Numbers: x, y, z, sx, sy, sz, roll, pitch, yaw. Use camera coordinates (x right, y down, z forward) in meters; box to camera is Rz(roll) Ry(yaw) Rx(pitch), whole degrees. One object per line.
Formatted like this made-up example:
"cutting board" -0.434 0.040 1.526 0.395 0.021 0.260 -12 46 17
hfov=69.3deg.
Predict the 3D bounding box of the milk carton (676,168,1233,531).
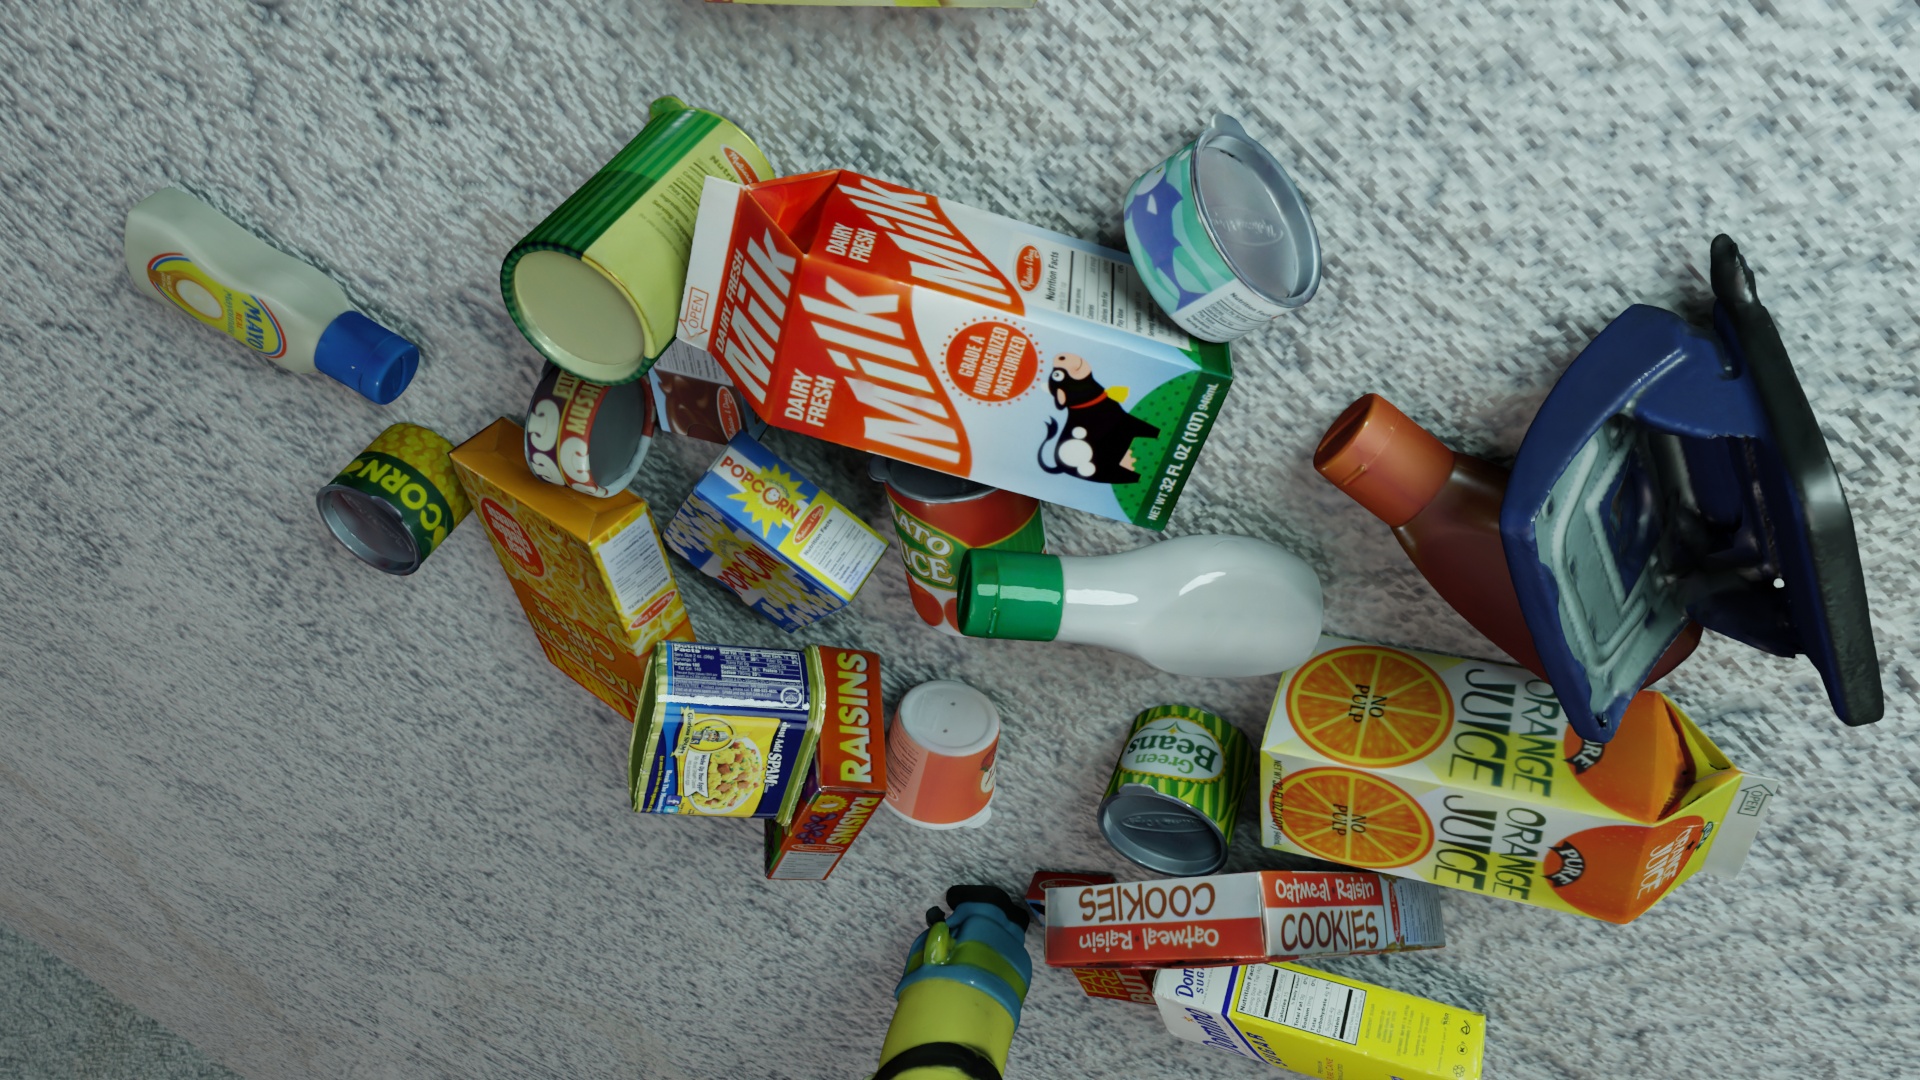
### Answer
"milk carton" -0.005 -0.074 0.503 0.191 0.074 0.072 16 128 -6

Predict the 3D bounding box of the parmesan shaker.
"parmesan shaker" -0.125 -0.118 0.543 0.071 0.103 0.071 16 137 15

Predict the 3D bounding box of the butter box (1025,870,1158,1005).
"butter box" 0.085 0.243 0.850 0.053 0.024 0.103 -6 128 34

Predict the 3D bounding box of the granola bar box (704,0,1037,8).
"granola bar box" -0.038 -0.247 0.413 0.124 0.039 0.164 9 135 21

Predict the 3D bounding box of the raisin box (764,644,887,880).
"raisin box" -0.078 0.126 0.774 0.040 0.086 0.122 9 143 -19

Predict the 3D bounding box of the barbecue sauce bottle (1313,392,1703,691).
"barbecue sauce bottle" 0.202 0.002 0.526 0.148 0.044 0.064 35 139 -6

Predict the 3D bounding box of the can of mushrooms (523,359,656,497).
"can of mushrooms" -0.175 -0.057 0.661 0.033 0.071 0.070 16 137 14

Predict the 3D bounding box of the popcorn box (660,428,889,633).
"popcorn box" -0.092 0.000 0.660 0.085 0.038 0.126 37 161 -9

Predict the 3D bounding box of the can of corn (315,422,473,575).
"can of corn" -0.312 -0.025 0.777 0.071 0.058 0.070 16 137 15

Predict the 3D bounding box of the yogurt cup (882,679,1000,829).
"yogurt cup" -0.010 0.112 0.742 0.072 0.073 0.053 21 130 10

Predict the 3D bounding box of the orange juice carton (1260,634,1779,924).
"orange juice carton" 0.230 0.103 0.589 0.193 0.073 0.071 9 135 21

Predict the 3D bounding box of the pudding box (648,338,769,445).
"pudding box" -0.116 -0.084 0.629 0.050 0.030 0.083 13 137 16

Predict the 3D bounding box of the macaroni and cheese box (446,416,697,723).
"macaroni and cheese box" -0.199 0.026 0.752 0.124 0.040 0.165 28 145 32

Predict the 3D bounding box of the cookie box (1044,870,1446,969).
"cookie box" 0.141 0.187 0.681 0.122 0.040 0.167 -18 157 41

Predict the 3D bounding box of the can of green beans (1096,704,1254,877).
"can of green beans" 0.108 0.124 0.691 0.071 0.058 0.071 16 137 15

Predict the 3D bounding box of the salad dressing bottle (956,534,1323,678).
"salad dressing bottle" 0.074 0.026 0.577 0.148 0.044 0.064 4 126 -11

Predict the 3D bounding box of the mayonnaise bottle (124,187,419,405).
"mayonnaise bottle" -0.354 -0.121 0.716 0.148 0.041 0.064 29 137 1

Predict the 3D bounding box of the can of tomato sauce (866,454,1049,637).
"can of tomato sauce" 0.002 -0.008 0.609 0.071 0.071 0.082 9 136 21

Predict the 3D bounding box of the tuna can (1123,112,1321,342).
"tuna can" 0.088 -0.104 0.468 0.071 0.071 0.032 45 137 -18
